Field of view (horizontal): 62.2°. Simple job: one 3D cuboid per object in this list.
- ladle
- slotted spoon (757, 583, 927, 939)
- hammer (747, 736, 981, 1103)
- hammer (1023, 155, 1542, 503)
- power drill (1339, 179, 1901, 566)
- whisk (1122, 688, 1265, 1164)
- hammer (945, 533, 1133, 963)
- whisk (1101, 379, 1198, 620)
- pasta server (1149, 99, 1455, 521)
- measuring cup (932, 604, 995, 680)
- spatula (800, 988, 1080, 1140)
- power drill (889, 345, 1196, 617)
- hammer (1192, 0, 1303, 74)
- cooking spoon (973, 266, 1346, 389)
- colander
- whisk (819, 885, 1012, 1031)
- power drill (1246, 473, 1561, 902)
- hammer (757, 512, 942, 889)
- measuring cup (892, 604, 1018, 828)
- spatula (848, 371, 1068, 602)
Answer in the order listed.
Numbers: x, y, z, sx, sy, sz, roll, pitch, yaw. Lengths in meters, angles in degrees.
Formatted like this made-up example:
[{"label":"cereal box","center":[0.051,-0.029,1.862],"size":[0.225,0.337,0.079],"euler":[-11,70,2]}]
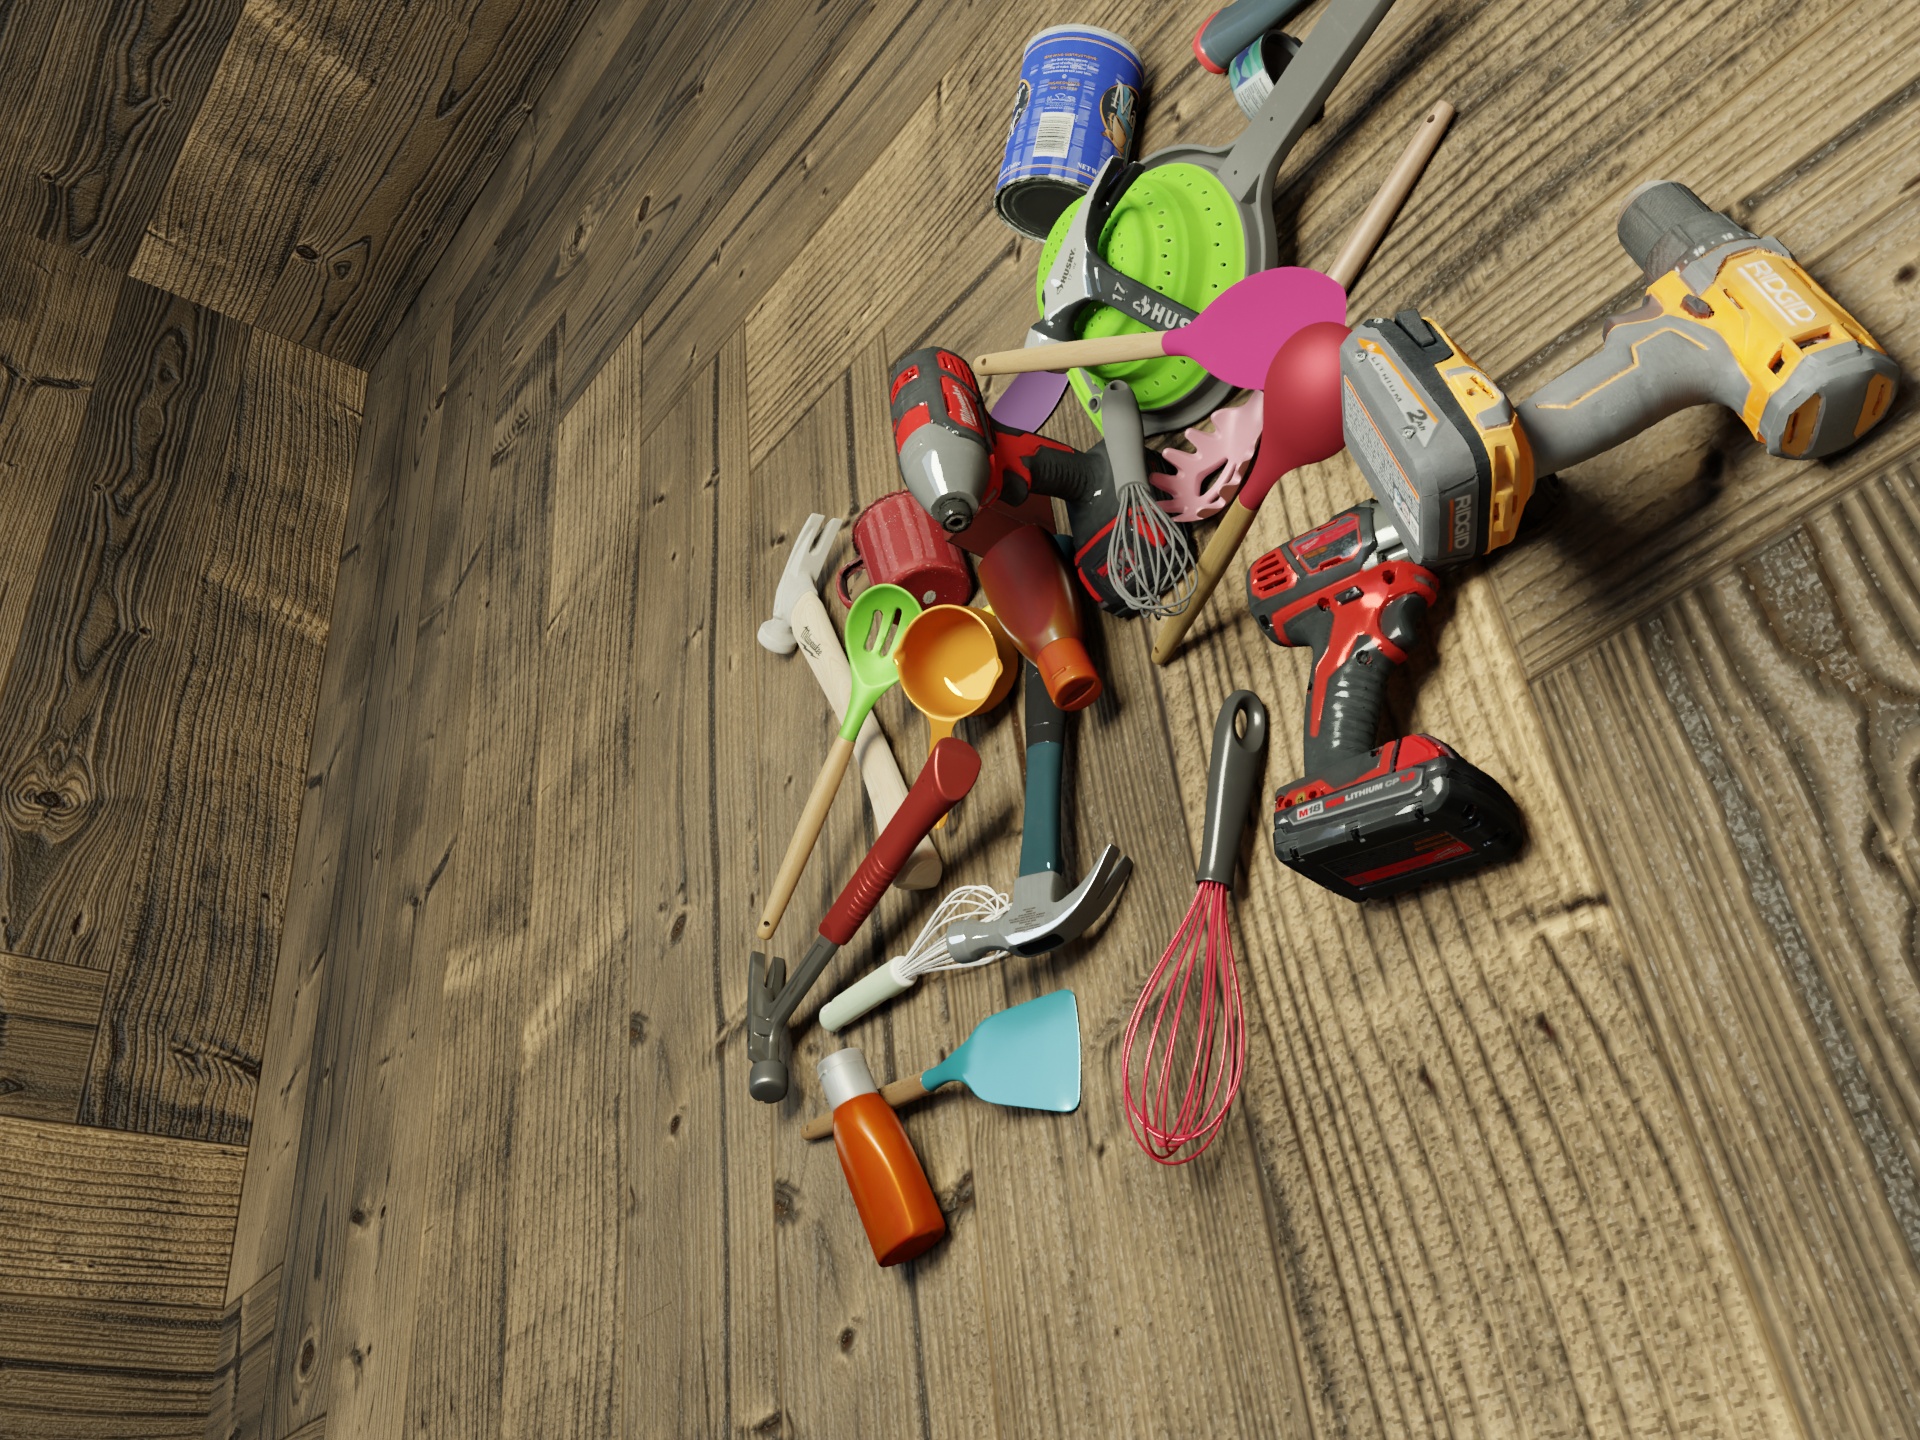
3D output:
[{"label":"ladle","center":[0.167,-0.119,0.963],"size":[0.069,0.031,0.315],"euler":[61,156,21]},{"label":"slotted spoon","center":[-0.104,0.037,1.293],"size":[0.070,0.031,0.313],"euler":[25,99,13]},{"label":"hammer","center":[-0.084,0.138,1.232],"size":[0.359,0.036,0.149],"euler":[-56,26,34]},{"label":"hammer","center":[0.180,-0.218,0.953],"size":[0.409,0.036,0.149],"euler":[43,123,43]},{"label":"power drill","center":[0.305,-0.182,0.786],"size":[0.226,0.084,0.186],"euler":[-18,51,2]},{"label":"whisk","center":[0.149,0.117,0.957],"size":[0.073,0.073,0.296],"euler":[-12,58,52]},{"label":"hammer","center":[0.059,0.009,1.135],"size":[0.128,0.033,0.331],"euler":[-14,55,28]},{"label":"whisk","center":[0.117,-0.152,1.047],"size":[0.055,0.055,0.239],"euler":[-43,34,34]},{"label":"pasta server","center":[0.229,-0.267,1.057],"size":[0.060,0.040,0.316],"euler":[45,110,41]},{"label":"measuring cup","center":[0.022,-0.074,1.269],"size":[0.156,0.029,0.062],"euler":[-26,56,32]},{"label":"spatula","center":[-0.027,0.271,1.158],"size":[0.317,0.044,0.082],"euler":[-35,48,47]},{"label":"power drill","center":[0.051,-0.158,1.086],"size":[0.078,0.219,0.143],"euler":[-42,43,36]},{"label":"hammer","center":[0.312,-0.564,1.092],"size":[0.386,0.038,0.143],"euler":[-28,53,45]},{"label":"cooking spoon","center":[0.113,-0.234,0.996],"size":[0.319,0.017,0.069],"euler":[9,96,51]},{"label":"colander","center":[0.159,-0.366,1.087],"size":[0.397,0.094,0.205],"euler":[-54,49,38]},{"label":"whisk","center":[-0.037,0.186,1.198],"size":[0.246,0.059,0.058],"euler":[-39,1,43]},{"label":"power drill","center":[0.249,-0.031,0.875],"size":[0.188,0.080,0.227],"euler":[-25,50,38]},{"label":"hammer","center":[-0.089,-0.016,1.363],"size":[0.146,0.038,0.411],"euler":[-63,35,29]},{"label":"measuring cup","center":[-0.002,-0.004,1.234],"size":[0.095,0.052,0.173],"euler":[8,99,27]},{"label":"spatula","center":[-0.009,-0.201,1.375],"size":[0.316,0.018,0.060],"euler":[-45,51,32]}]
